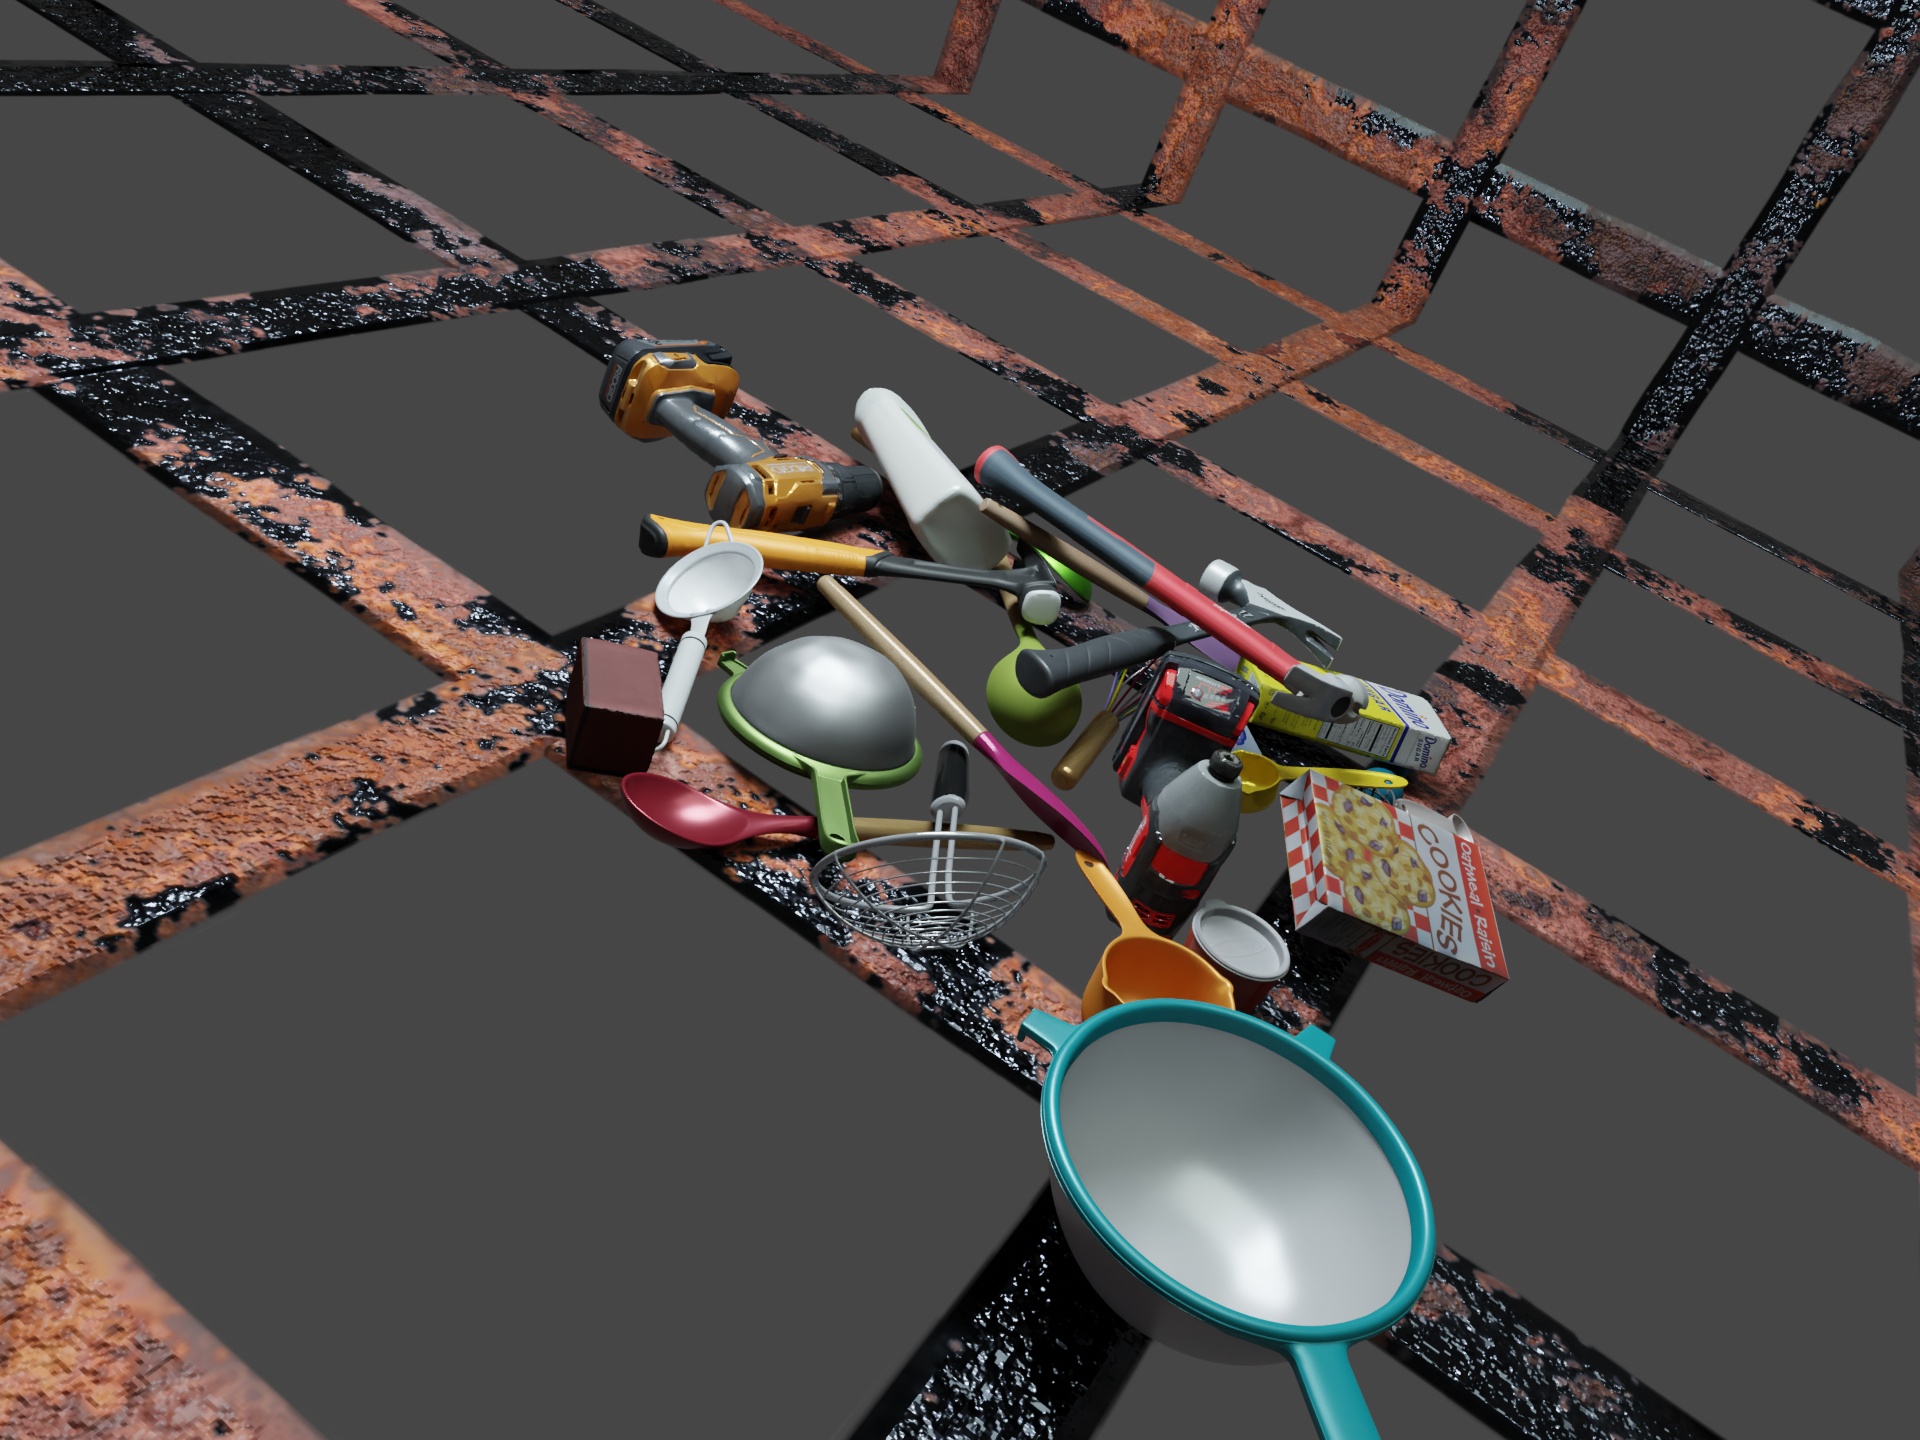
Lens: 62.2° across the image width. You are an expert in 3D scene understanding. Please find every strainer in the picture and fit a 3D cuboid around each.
[{"bbox_3d":[-0.191,-0.057,1.144,0.087,0.050,0.259,-10,36,13],"label":"strainer"},{"bbox_3d":[0.142,0.291,0.776,0.211,0.095,0.341,7,36,-21],"label":"strainer"},{"bbox_3d":[-0.081,0.004,1.059,0.151,0.069,0.257,16,22,-16],"label":"strainer"}]

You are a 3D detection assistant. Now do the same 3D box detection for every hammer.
[{"bbox_3d":[0.175,-0.065,1.302,0.149,0.036,0.409,34,29,26],"label":"hammer"},{"bbox_3d":[-0.091,-0.134,1.295,0.336,0.034,0.127,6,25,-13],"label":"hammer"},{"bbox_3d":[0.144,-0.117,1.261,0.387,0.038,0.143,39,16,29],"label":"hammer"}]

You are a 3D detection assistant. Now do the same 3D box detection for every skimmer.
[{"bbox_3d":[-0.013,0.048,0.977,0.127,0.090,0.363,-6,16,4],"label":"skimmer"}]

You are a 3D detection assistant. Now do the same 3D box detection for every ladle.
[{"bbox_3d":[0.045,-0.077,1.343,0.078,0.062,0.320,16,25,-15],"label":"ladle"},{"bbox_3d":[-0.072,0.070,1.040,0.315,0.031,0.069,6,30,-29],"label":"ladle"}]

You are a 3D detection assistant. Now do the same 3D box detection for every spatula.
[{"bbox_3d":[0.143,-0.114,1.398,0.315,0.018,0.060,28,27,-28],"label":"spatula"}]

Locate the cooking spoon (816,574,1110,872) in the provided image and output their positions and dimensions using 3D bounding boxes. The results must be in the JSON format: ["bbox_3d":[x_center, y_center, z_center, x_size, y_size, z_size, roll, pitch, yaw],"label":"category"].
[{"bbox_3d":[-0.002,-0.004,1.130,0.017,0.068,0.319,-42,65,-8],"label":"cooking spoon"}]

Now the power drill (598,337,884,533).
[{"bbox_3d":[-0.187,-0.247,1.405,0.226,0.084,0.185,44,34,24],"label":"power drill"}]

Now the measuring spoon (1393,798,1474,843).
[{"bbox_3d":[0.382,0.085,1.297,0.124,0.018,0.034,20,48,-42],"label":"measuring spoon"}]

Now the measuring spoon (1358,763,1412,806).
[{"bbox_3d":[0.384,0.040,1.394,0.042,0.021,0.128,34,34,17],"label":"measuring spoon"}]

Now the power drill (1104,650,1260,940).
[{"bbox_3d":[0.158,0.044,1.122,0.078,0.143,0.220,23,28,-2],"label":"power drill"}]

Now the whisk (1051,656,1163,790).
[{"bbox_3d":[0.127,-0.005,1.279,0.051,0.047,0.245,19,33,17],"label":"whisk"}]

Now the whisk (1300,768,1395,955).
[{"bbox_3d":[0.291,0.107,1.212,0.055,0.055,0.239,28,36,8],"label":"whisk"}]

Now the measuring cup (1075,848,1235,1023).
[{"bbox_3d":[0.103,0.154,1.003,0.095,0.052,0.174,5,34,-28],"label":"measuring cup"}]

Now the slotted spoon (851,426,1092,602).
[{"bbox_3d":[0.008,-0.204,1.512,0.314,0.031,0.070,36,6,26],"label":"slotted spoon"}]

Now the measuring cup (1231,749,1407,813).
[{"bbox_3d":[0.271,0.054,1.252,0.156,0.029,0.062,4,32,1],"label":"measuring cup"}]
